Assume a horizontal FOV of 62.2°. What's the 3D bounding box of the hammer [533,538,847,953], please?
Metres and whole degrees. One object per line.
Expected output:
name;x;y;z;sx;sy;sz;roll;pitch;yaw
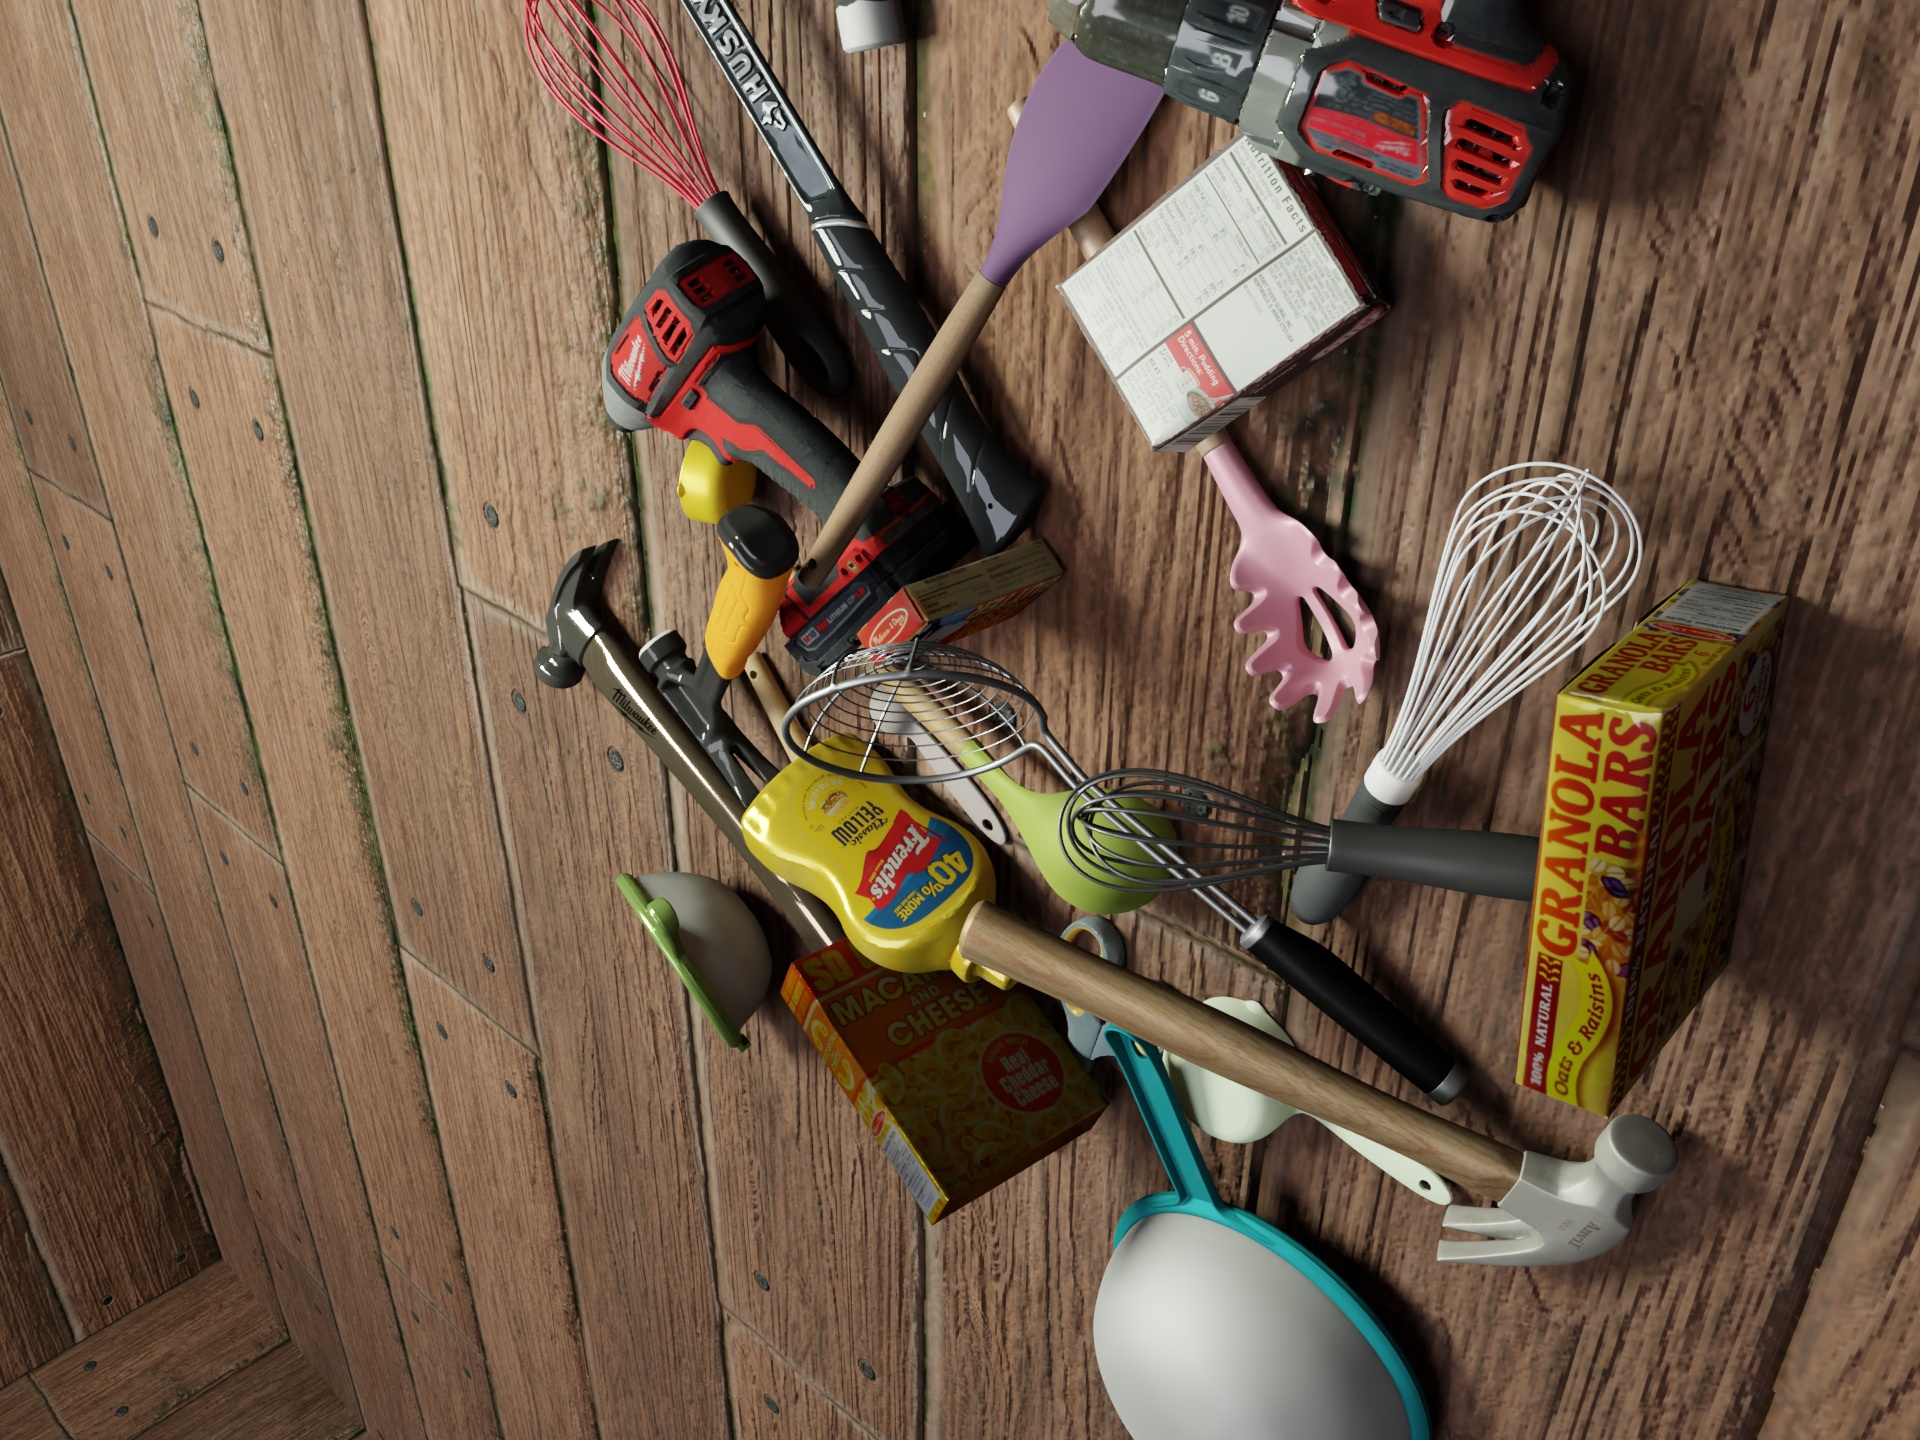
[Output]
hammer;-0.161;0.056;1.114;0.411;0.038;0.146;49;137;15

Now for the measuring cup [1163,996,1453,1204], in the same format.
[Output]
measuring cup;0.176;0.210;0.835;0.168;0.038;0.083;30;131;35

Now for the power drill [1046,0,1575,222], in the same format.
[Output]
power drill;0.140;-0.291;0.517;0.188;0.080;0.226;21;133;3

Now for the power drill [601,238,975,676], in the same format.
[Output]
power drill;-0.108;-0.140;0.876;0.219;0.078;0.143;50;140;-5

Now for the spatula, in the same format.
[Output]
spatula;0.000;-0.188;0.750;0.060;0.018;0.315;45;119;20

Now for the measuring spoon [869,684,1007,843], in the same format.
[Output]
measuring spoon;-0.016;0.028;0.955;0.124;0.018;0.034;50;139;13

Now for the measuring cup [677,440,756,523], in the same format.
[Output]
measuring cup;-0.140;-0.189;0.940;0.029;0.062;0.156;16;121;15

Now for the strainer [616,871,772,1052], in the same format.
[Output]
strainer;-0.177;0.143;1.107;0.151;0.069;0.256;53;165;11

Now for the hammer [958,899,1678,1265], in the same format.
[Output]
hammer;0.152;0.169;0.761;0.331;0.031;0.130;23;137;12

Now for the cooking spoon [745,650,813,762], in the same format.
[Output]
cooking spoon;-0.065;0.097;1.038;0.069;0.017;0.319;-30;85;30

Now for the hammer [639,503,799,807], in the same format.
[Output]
hammer;-0.128;-0.039;0.909;0.127;0.034;0.337;53;160;3

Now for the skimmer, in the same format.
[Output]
skimmer;0.080;0.084;0.766;0.363;0.090;0.127;39;151;5

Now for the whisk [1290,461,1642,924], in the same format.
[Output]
whisk;0.199;0.003;0.686;0.070;0.070;0.284;43;141;22

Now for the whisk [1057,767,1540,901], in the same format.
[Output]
whisk;0.161;0.057;0.688;0.239;0.055;0.055;6;120;10

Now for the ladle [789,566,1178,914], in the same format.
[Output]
ladle;-0.001;-0.003;0.914;0.320;0.062;0.078;43;140;31

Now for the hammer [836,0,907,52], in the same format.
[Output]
hammer;0.055;-0.370;0.641;0.335;0.035;0.146;12;120;43

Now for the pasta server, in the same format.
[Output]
pasta server;0.100;-0.145;0.718;0.060;0.040;0.316;-32;86;35

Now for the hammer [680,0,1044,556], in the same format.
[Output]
hammer;-0.076;-0.267;0.813;0.149;0.036;0.409;-29;94;24

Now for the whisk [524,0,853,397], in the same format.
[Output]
whisk;-0.150;-0.303;0.886;0.296;0.073;0.073;55;140;-1

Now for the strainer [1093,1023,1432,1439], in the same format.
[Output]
strainer;0.126;0.324;0.876;0.211;0.095;0.340;0;120;48
